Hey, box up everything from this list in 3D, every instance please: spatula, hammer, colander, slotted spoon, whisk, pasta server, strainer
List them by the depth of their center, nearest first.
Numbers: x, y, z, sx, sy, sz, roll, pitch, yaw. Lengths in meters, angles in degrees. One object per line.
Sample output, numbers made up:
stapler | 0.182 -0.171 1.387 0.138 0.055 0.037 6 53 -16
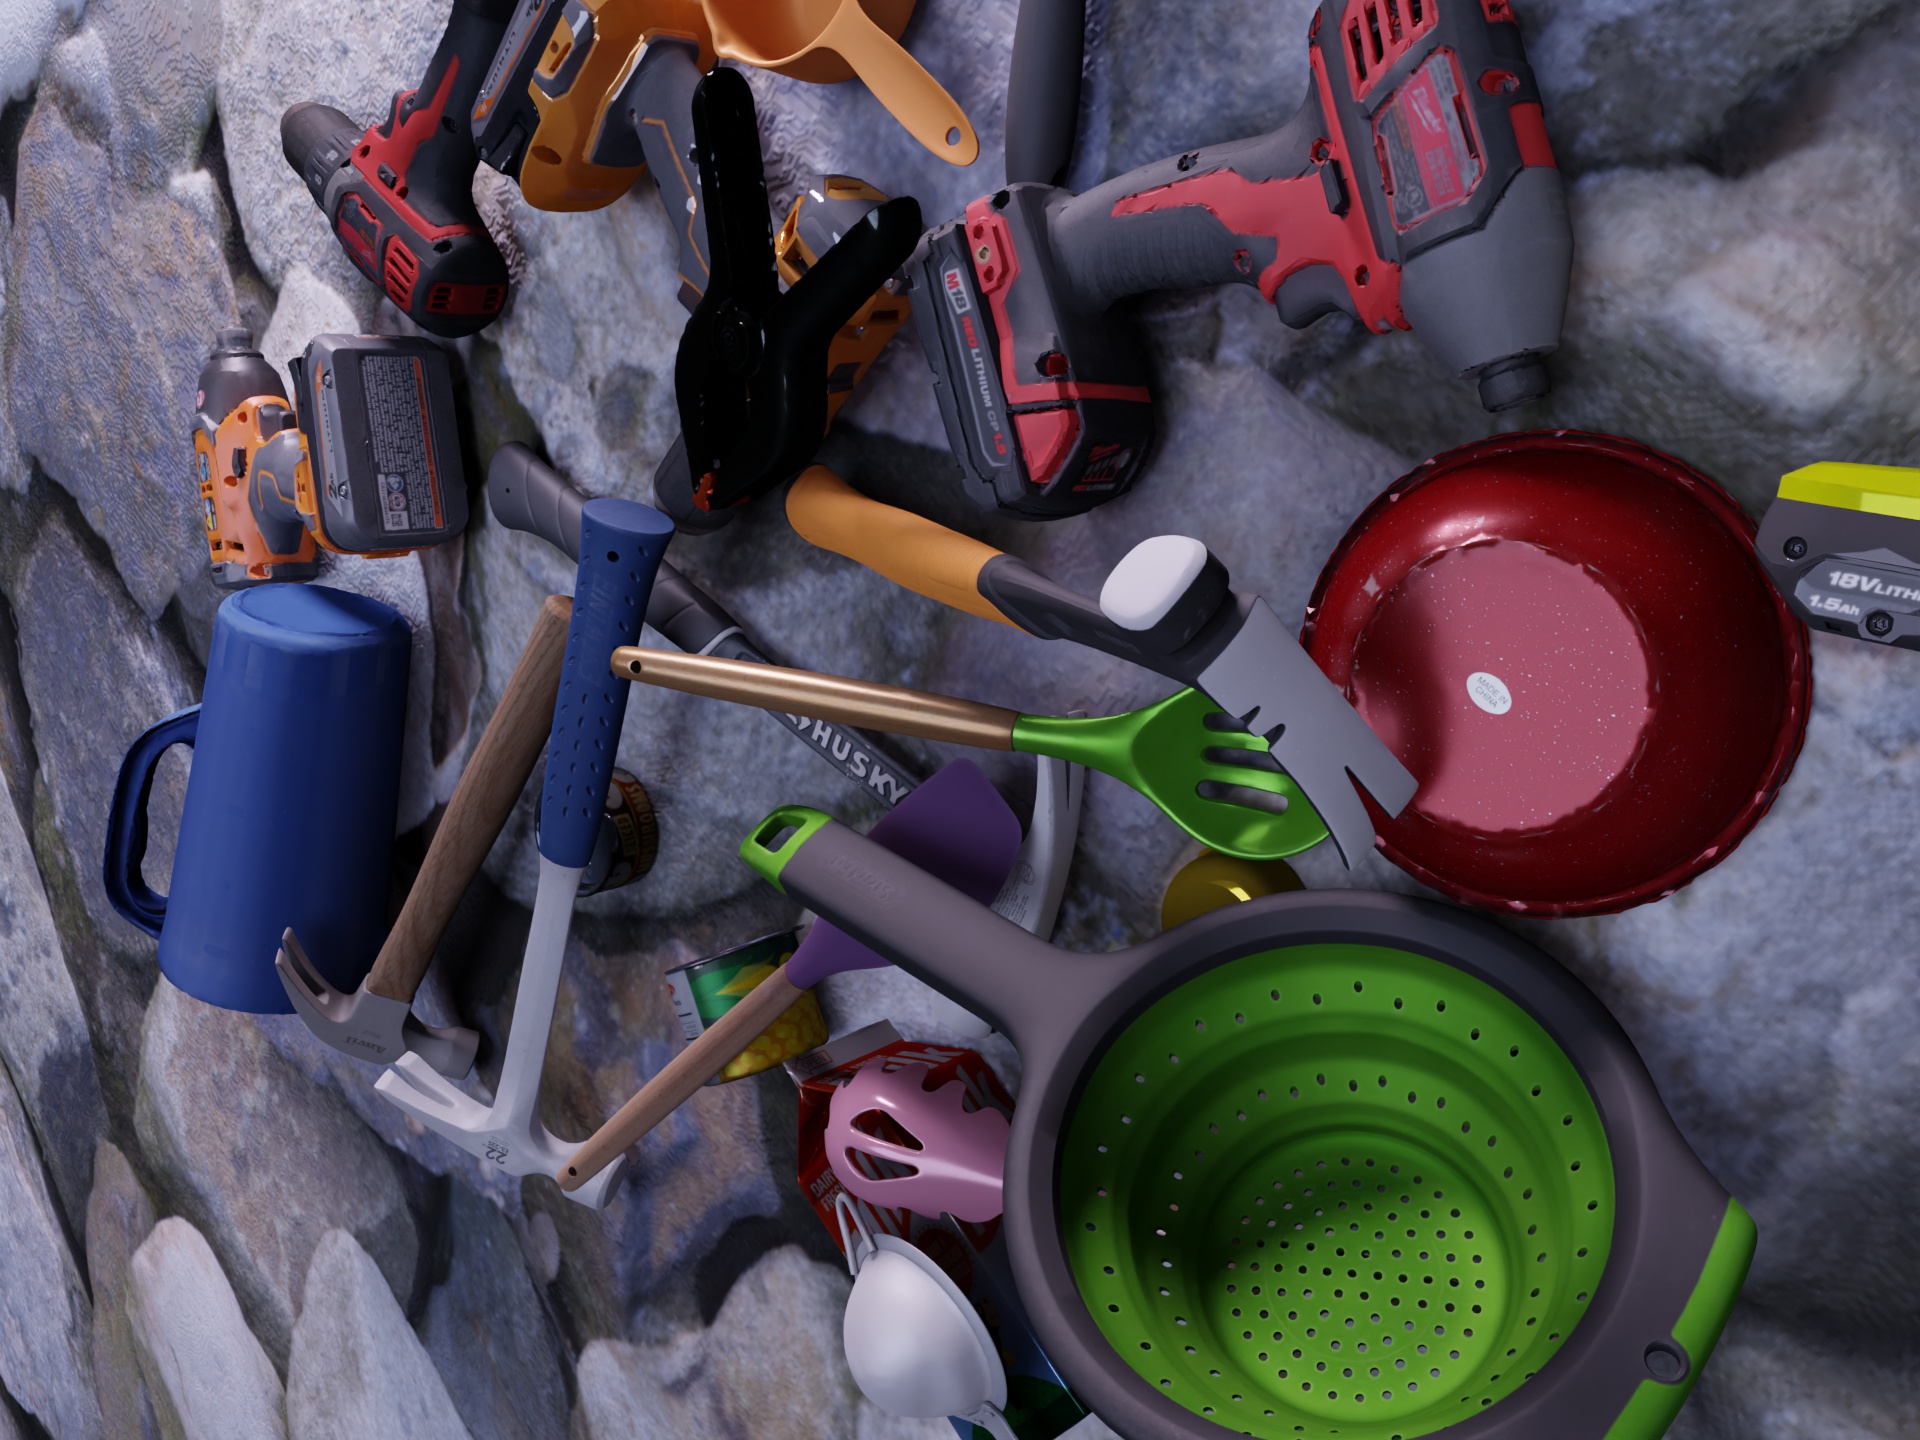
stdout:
colander | 0.065 0.135 0.572 0.397 0.204 0.094 26 152 38
hammer | 0.018 -0.045 0.579 0.034 0.127 0.337 -51 32 -5
whisk | 0.039 -0.307 0.583 0.055 0.055 0.238 21 116 35
pasta server | 0.086 0.190 0.600 0.316 0.040 0.060 10 88 19
strainer | 0.029 0.291 0.615 0.258 0.050 0.086 42 139 13
slotted spoon | -0.001 -0.002 0.628 0.314 0.031 0.070 10 100 19
spatula | -0.087 0.130 0.710 0.316 0.018 0.060 -42 76 25
hammer | -0.103 -0.030 0.758 0.409 0.036 0.149 37 119 29
hammer | -0.209 0.076 0.810 0.144 0.035 0.405 21 118 6
hammer | -0.283 0.069 0.897 0.331 0.130 0.031 -58 25 23

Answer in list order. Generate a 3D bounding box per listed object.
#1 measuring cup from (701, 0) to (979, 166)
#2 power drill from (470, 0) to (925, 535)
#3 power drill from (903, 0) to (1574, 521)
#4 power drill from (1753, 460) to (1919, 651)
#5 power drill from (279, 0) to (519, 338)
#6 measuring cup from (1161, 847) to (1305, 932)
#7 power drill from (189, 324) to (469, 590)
measuring cup | -0.034 -0.277 0.640 0.174 0.052 0.095 51 121 18
power drill | -0.129 -0.212 0.719 0.226 0.084 0.185 53 128 14
power drill | 0.095 -0.148 0.546 0.220 0.078 0.143 -17 88 38
power drill | 0.287 -0.124 0.390 0.171 0.080 0.223 18 106 36
power drill | -0.284 -0.339 0.825 0.188 0.080 0.226 46 127 24
measuring cup | 0.075 0.107 0.637 0.156 0.029 0.062 -45 70 33
power drill | -0.386 -0.166 0.941 0.226 0.084 0.164 -2 97 44
